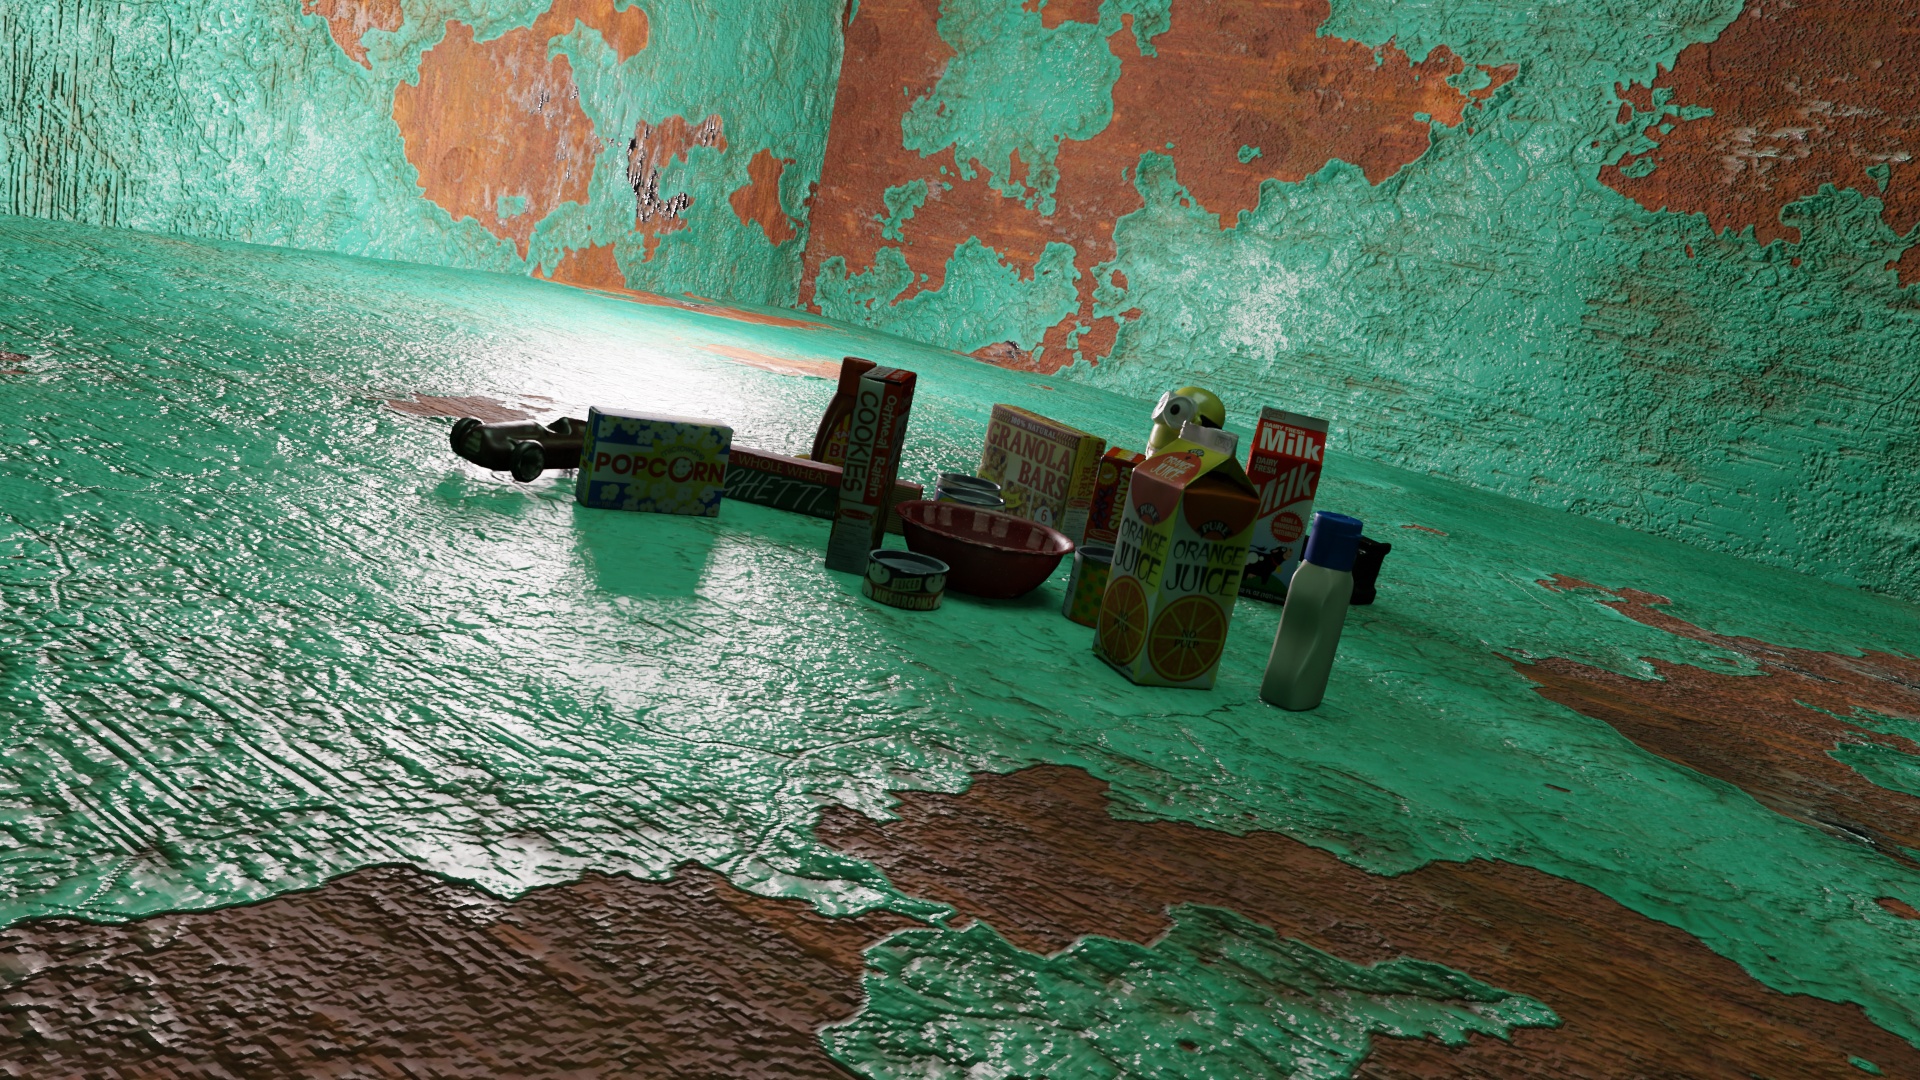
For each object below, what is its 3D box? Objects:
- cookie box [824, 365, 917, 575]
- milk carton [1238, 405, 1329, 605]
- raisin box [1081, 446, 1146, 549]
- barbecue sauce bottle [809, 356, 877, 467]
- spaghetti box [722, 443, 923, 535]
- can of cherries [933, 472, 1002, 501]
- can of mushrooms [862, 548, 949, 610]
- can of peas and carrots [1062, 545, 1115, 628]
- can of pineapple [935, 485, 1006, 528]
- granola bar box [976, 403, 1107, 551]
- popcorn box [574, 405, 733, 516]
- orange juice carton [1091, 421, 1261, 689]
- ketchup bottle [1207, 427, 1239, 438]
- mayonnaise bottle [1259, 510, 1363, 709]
[{"bbox_3d":[-0.076,-0.065,1.211,0.040,0.167,0.123,12,11,1],"label":"cookie box"},{"bbox_3d":[0.321,-0.038,1.423,0.072,0.190,0.073,14,11,8],"label":"milk carton"},{"bbox_3d":[0.147,-0.025,1.352,0.040,0.123,0.086,14,12,11],"label":"raisin box"},{"bbox_3d":[-0.120,-0.118,1.461,0.065,0.148,0.044,7,12,-25],"label":"barbecue sauce bottle"},{"bbox_3d":[-0.163,-0.055,1.363,0.250,0.050,0.029,12,11,0],"label":"spaghetti box"},{"bbox_3d":[0.004,-0.033,1.407,0.071,0.058,0.071,12,12,-2],"label":"can of cherries"},{"bbox_3d":[-0.045,0.032,1.119,0.071,0.033,0.071,12,12,-2],"label":"can of mushrooms"},{"bbox_3d":[0.126,0.041,1.181,0.071,0.058,0.071,12,12,-2],"label":"can of peas and carrots"},{"bbox_3d":[0.005,-0.017,1.333,0.071,0.057,0.071,12,12,-2],"label":"can of pineapple"},{"bbox_3d":[0.080,-0.070,1.495,0.039,0.124,0.166,4,14,-35],"label":"granola bar box"},{"bbox_3d":[-0.273,-0.070,1.239,0.127,0.085,0.038,4,14,-33],"label":"popcorn box"},{"bbox_3d":[0.166,0.009,1.047,0.073,0.192,0.072,7,13,-25],"label":"orange juice carton"},{"bbox_3d":[0.269,-0.047,1.516,0.065,0.148,0.043,16,12,18],"label":"ketchup bottle"},{"bbox_3d":[0.269,0.053,1.053,0.041,0.147,0.065,20,14,35],"label":"mayonnaise bottle"}]
